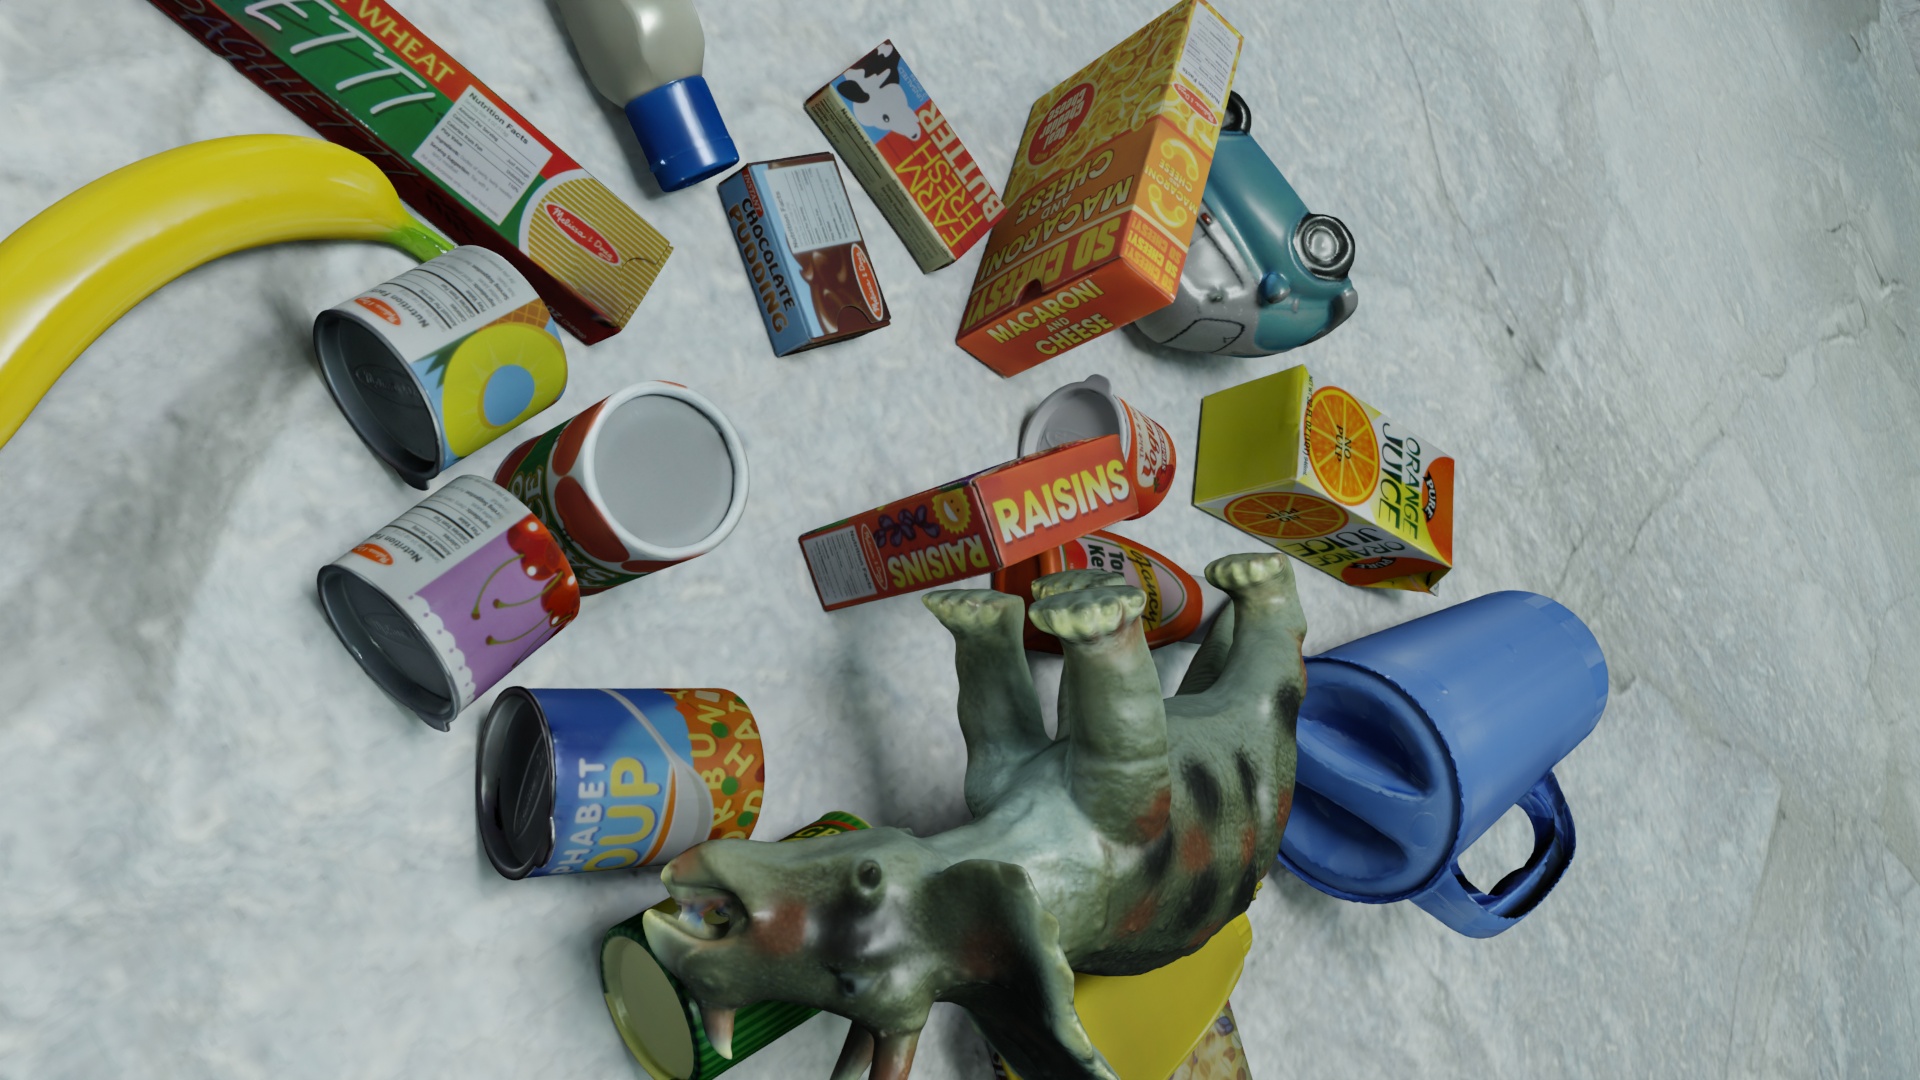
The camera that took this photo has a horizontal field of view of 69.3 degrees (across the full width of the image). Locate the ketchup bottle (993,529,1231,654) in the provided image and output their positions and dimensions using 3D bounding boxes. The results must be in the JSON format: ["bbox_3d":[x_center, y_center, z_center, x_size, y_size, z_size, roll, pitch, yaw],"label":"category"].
[{"bbox_3d":[0.085,0.030,0.708,0.149,0.043,0.065,10,73,-38],"label":"ketchup bottle"}]

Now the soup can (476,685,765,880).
[{"bbox_3d":[-0.122,0.088,0.504,0.084,0.071,0.071,5,77,-39],"label":"soup can"}]

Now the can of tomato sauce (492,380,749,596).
[{"bbox_3d":[-0.128,-0.017,0.515,0.071,0.083,0.071,11,73,-38],"label":"can of tomato sauce"}]

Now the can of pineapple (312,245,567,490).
[{"bbox_3d":[-0.183,-0.062,0.493,0.058,0.071,0.071,-41,106,-38],"label":"can of pineapple"}]

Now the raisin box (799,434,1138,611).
[{"bbox_3d":[0.002,-0.007,0.595,0.086,0.123,0.040,-20,93,-40],"label":"raisin box"}]

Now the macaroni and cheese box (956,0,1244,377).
[{"bbox_3d":[0.067,-0.174,0.689,0.040,0.123,0.167,32,61,-27],"label":"macaroni and cheese box"}]

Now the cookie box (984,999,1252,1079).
[{"bbox_3d":[0.072,0.229,0.651,0.123,0.040,0.167,-19,93,-40],"label":"cookie box"}]

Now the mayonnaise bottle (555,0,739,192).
[{"bbox_3d":[-0.138,-0.220,0.572,0.041,0.064,0.147,-32,104,-37],"label":"mayonnaise bottle"}]

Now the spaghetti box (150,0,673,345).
[{"bbox_3d":[-0.218,-0.170,0.512,0.249,0.028,0.050,40,57,-26],"label":"spaghetti box"}]

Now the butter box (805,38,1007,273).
[{"bbox_3d":[-0.025,-0.187,0.680,0.103,0.024,0.053,52,53,-17],"label":"butter box"}]

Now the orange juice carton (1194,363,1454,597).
[{"bbox_3d":[0.231,-0.028,0.823,0.192,0.073,0.072,23,65,-34],"label":"orange juice carton"}]

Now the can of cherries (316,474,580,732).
[{"bbox_3d":[-0.175,0.021,0.481,0.059,0.071,0.071,-45,109,-38],"label":"can of cherries"}]

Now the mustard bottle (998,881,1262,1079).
[{"bbox_3d":[0.085,0.193,0.610,0.161,0.048,0.065,-25,95,-40],"label":"mustard bottle"}]

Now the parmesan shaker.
[{"bbox_3d":[-0.074,0.156,0.527,0.103,0.071,0.071,-21,93,-41],"label":"parmesan shaker"}]

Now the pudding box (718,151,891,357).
[{"bbox_3d":[-0.070,-0.129,0.625,0.050,0.030,0.083,-23,95,-42],"label":"pudding box"}]

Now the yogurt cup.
[{"bbox_3d":[0.072,-0.041,0.701,0.054,0.072,0.072,16,70,-45],"label":"yogurt cup"}]
